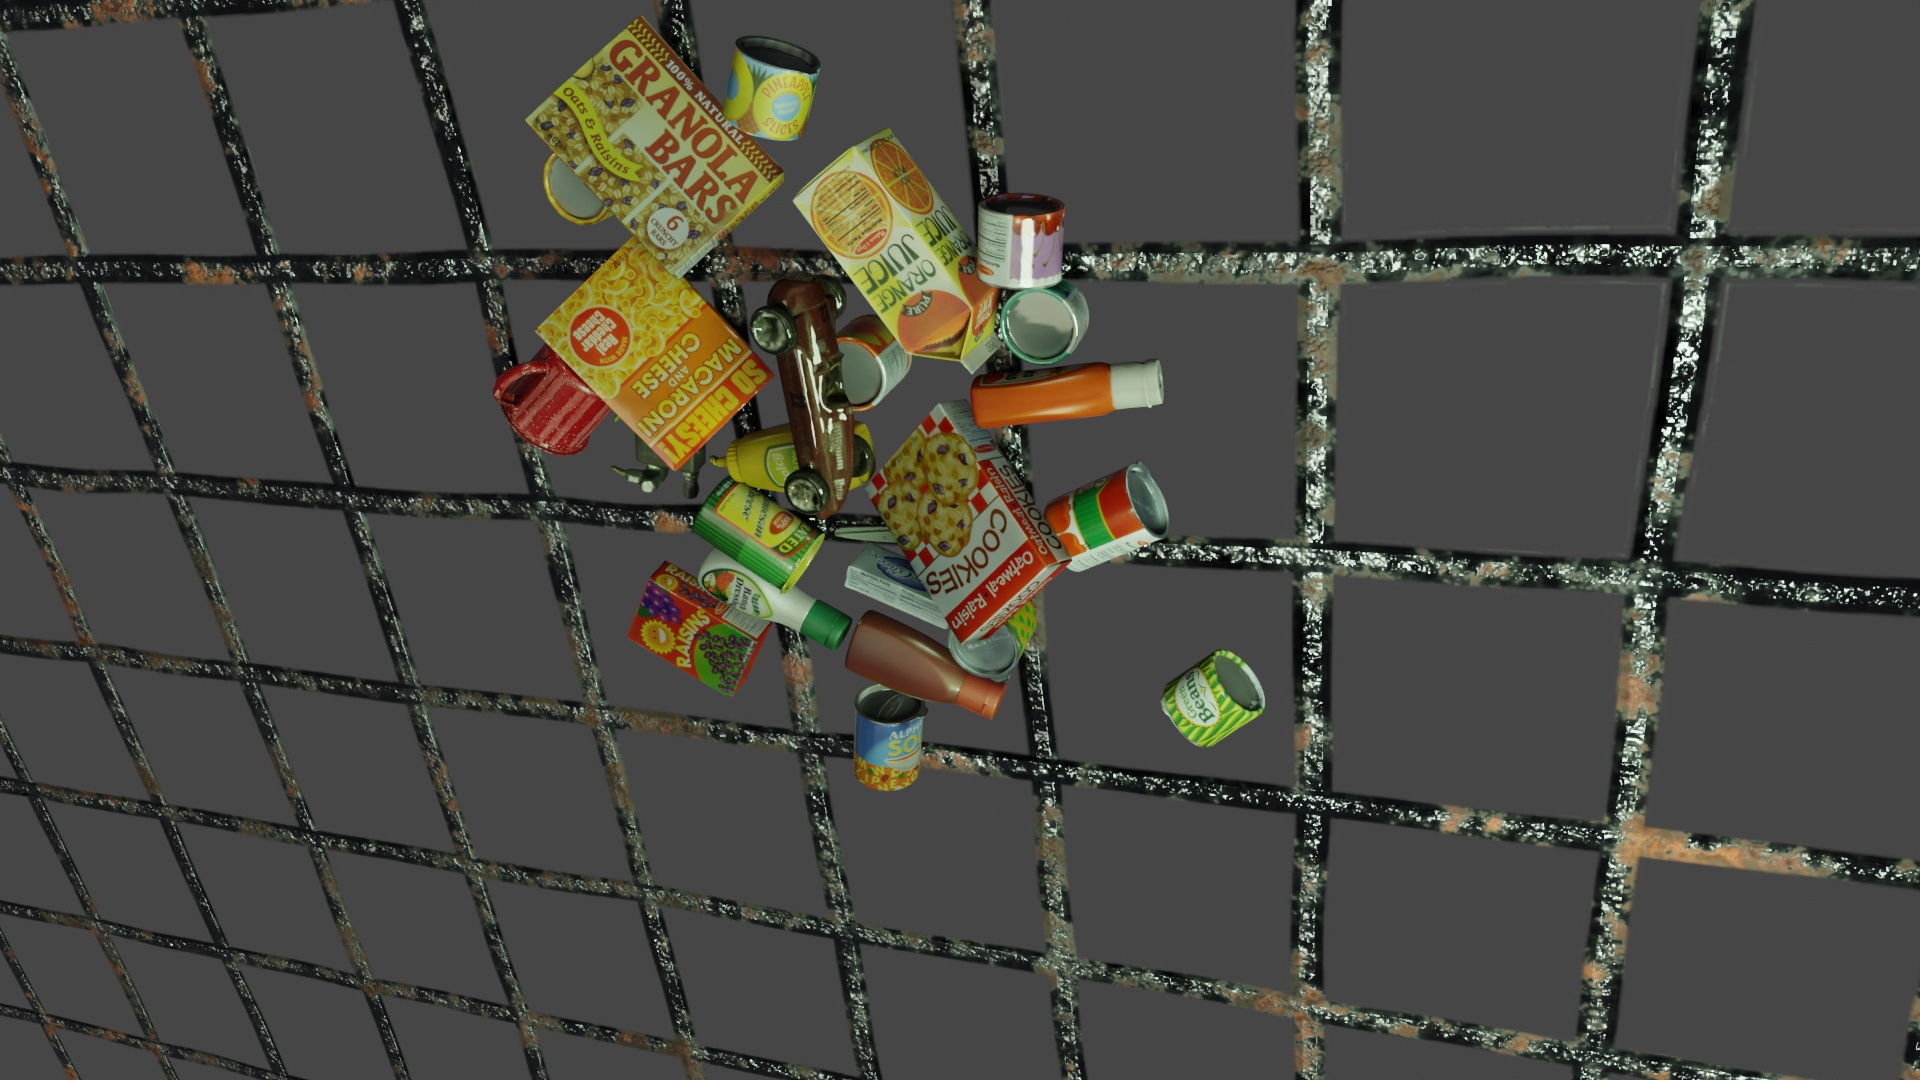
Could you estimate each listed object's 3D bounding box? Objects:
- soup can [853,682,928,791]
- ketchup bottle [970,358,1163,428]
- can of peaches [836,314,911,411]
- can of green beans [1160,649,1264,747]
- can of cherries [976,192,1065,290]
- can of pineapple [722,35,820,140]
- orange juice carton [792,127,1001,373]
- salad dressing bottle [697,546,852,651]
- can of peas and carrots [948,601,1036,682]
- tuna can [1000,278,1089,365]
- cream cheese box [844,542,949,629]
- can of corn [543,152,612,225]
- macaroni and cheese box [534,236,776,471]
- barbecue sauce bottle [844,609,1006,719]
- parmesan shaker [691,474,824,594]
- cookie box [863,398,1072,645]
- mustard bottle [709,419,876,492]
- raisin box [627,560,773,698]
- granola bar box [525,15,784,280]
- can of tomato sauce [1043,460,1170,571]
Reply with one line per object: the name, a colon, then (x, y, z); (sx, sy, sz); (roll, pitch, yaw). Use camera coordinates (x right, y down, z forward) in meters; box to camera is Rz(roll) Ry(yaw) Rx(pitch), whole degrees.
soup can: (-0.067, 0.189, 1.331); (0.071, 0.072, 0.083); (13, 122, 15)
ketchup bottle: (0.086, -0.118, 1.109); (0.149, 0.065, 0.043); (-5, 103, 14)
can of peaches: (-0.084, -0.148, 1.159); (0.071, 0.058, 0.071); (9, 120, 16)
can of green beans: (0.217, 0.135, 1.190); (0.071, 0.071, 0.057); (44, 123, -6)
can of cherries: (0.048, -0.230, 1.061); (0.071, 0.072, 0.058); (10, 119, 17)
can of pineapple: (-0.145, -0.347, 1.069); (0.071, 0.071, 0.057); (25, 124, 7)
orange juice carton: (-0.036, -0.219, 1.094); (0.073, 0.072, 0.192); (-31, 102, 32)
salad dressing bottle: (-0.174, 0.054, 1.313); (0.148, 0.044, 0.064); (27, 134, 5)
can of peas and carrots: (0.031, 0.082, 1.239); (0.071, 0.059, 0.070); (10, 121, 16)
tuna can: (0.064, -0.174, 1.102); (0.071, 0.033, 0.070); (9, 120, 16)
cream cheese box: (-0.047, 0.040, 1.250); (0.104, 0.053, 0.024); (22, 121, 9)
can of corn: (-0.308, -0.303, 1.163); (0.071, 0.058, 0.070); (9, 120, 17)
macaroni and cheese box: (-0.260, -0.162, 1.200); (0.124, 0.040, 0.166); (-44, 98, 0)
barbecue sauce bottle: (-0.031, 0.121, 1.294); (0.148, 0.044, 0.064); (23, 123, 8)
parmesan shaker: (-0.186, -0.005, 1.269); (0.103, 0.072, 0.071); (33, 124, 2)
cookie box: (0.004, -0.015, 1.166); (0.122, 0.040, 0.168); (-45, 70, 38)
mustard bottle: (-0.156, -0.073, 1.234); (0.160, 0.049, 0.065); (-3, 114, 23)
raisin box: (-0.257, 0.087, 1.368); (0.123, 0.040, 0.085); (30, 125, 3)
granola bar box: (-0.241, -0.311, 1.107); (0.124, 0.039, 0.165); (-44, 97, -3)
can of tomato sauce: (0.120, -0.020, 1.145); (0.083, 0.071, 0.071); (-24, 106, 31)
